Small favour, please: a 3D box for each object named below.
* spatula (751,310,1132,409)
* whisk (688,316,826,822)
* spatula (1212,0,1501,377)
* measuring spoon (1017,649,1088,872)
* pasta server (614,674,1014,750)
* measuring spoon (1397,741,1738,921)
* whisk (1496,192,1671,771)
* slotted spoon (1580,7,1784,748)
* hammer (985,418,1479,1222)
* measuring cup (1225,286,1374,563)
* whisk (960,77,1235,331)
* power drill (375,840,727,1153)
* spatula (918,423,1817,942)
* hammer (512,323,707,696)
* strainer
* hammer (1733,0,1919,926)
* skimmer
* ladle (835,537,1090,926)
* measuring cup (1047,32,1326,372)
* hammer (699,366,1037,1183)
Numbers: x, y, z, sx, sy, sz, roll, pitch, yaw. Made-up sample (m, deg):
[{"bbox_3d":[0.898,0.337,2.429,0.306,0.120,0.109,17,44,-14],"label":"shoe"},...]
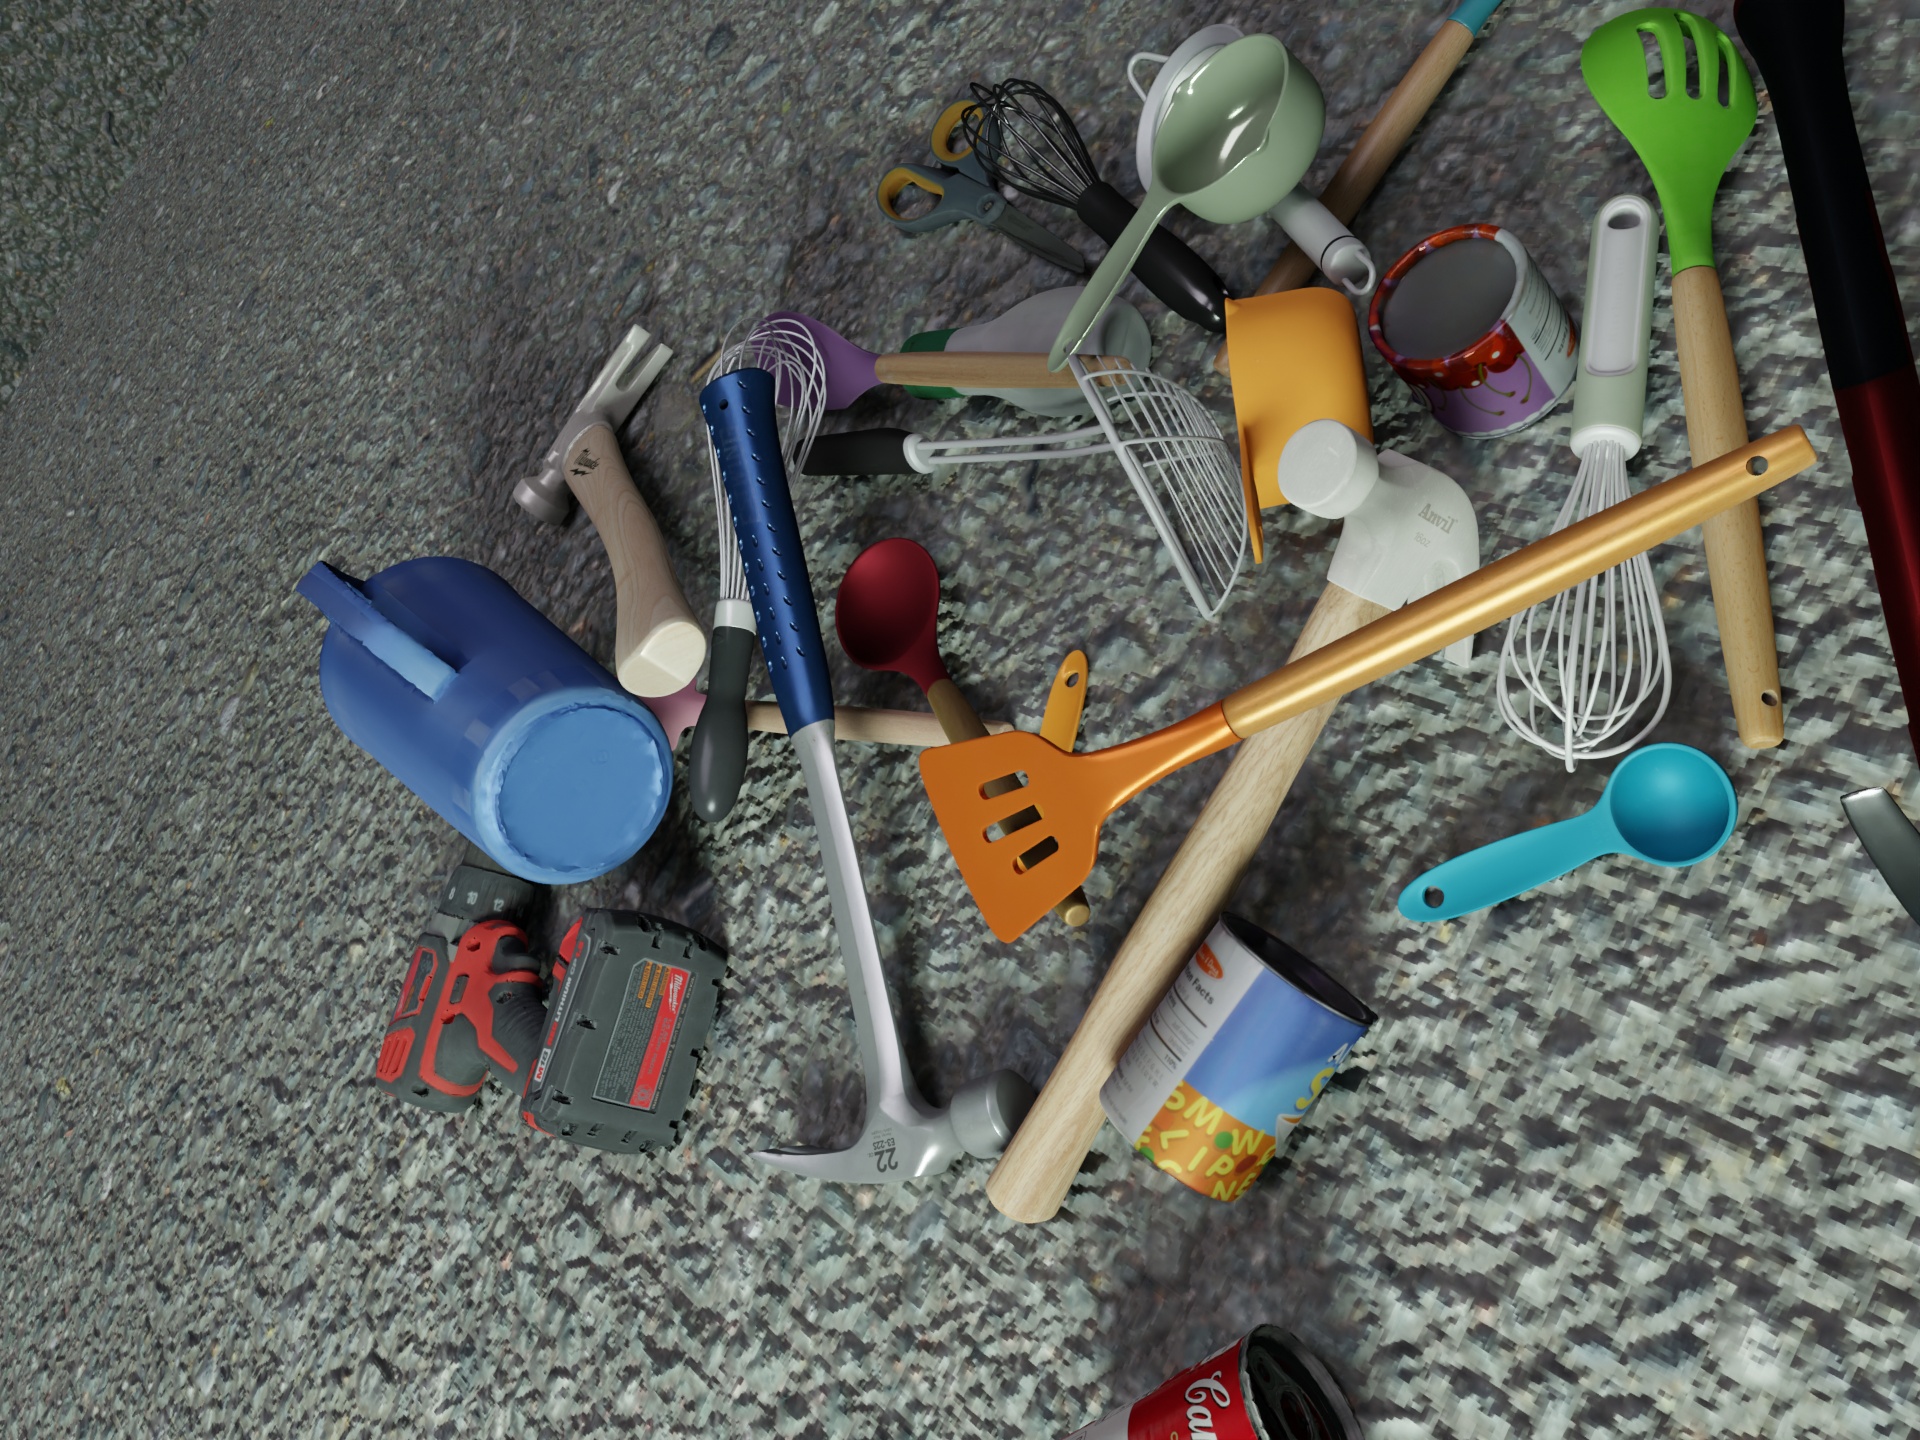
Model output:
[{"bbox_3d":[-0.025,-0.187,0.835,0.018,0.059,0.316,-33,30,-29],"label":"spatula"},{"bbox_3d":[-0.117,-0.085,0.853,0.070,0.070,0.285,-6,72,40],"label":"whisk"},{"bbox_3d":[0.204,-0.297,0.720,0.317,0.044,0.082,-56,39,7],"label":"spatula"},{"bbox_3d":[0.045,0.022,0.733,0.021,0.011,0.117,-5,63,41],"label":"measuring spoon"},{"bbox_3d":[-0.096,0.000,0.858,0.316,0.040,0.060,4,73,39],"label":"pasta server"},{"bbox_3d":[0.214,0.045,0.566,0.128,0.021,0.042,-31,74,39],"label":"measuring spoon"},{"bbox_3d":[0.238,-0.096,0.590,0.058,0.059,0.246,4,67,25],"label":"whisk"},{"bbox_3d":[0.275,-0.140,0.583,0.031,0.070,0.314,109,164,-70],"label":"slotted spoon"},{"bbox_3d":[0.098,0.054,0.610,0.031,0.130,0.331,40,109,43],"label":"hammer"},{"bbox_3d":[0.138,-0.111,0.628,0.052,0.095,0.174,-9,33,15],"label":"measuring cup"},{"bbox_3d":[0.069,-0.268,0.818,0.055,0.055,0.239,-47,54,15],"label":"whisk"},{"bbox_3d":[-0.231,0.134,0.879,0.227,0.080,0.188,1,70,45],"label":"power drill"},{"bbox_3d":[0.114,-0.012,0.525,0.322,0.041,0.081,-28,84,28],"label":"spatula"},{"bbox_3d":[-0.191,-0.124,0.921,0.146,0.038,0.411,-53,30,9],"label":"hammer"},{"bbox_3d":[0.137,-0.254,0.736,0.086,0.050,0.259,-60,30,30],"label":"strainer"},{"bbox_3d":[0.285,-0.114,0.503,0.038,0.143,0.387,-19,54,38],"label":"hammer"},{"bbox_3d":[-0.001,-0.115,0.779,0.363,0.127,0.090,10,51,51],"label":"skimmer"},{"bbox_3d":[-0.001,-0.002,0.727,0.069,0.031,0.316,-52,32,13],"label":"ladle"},{"bbox_3d":[0.098,-0.218,0.704,0.167,0.038,0.083,-54,37,20],"label":"measuring cup"},{"bbox_3d":[-0.073,0.017,0.760,0.144,0.035,0.406,-27,68,32],"label":"hammer"}]
